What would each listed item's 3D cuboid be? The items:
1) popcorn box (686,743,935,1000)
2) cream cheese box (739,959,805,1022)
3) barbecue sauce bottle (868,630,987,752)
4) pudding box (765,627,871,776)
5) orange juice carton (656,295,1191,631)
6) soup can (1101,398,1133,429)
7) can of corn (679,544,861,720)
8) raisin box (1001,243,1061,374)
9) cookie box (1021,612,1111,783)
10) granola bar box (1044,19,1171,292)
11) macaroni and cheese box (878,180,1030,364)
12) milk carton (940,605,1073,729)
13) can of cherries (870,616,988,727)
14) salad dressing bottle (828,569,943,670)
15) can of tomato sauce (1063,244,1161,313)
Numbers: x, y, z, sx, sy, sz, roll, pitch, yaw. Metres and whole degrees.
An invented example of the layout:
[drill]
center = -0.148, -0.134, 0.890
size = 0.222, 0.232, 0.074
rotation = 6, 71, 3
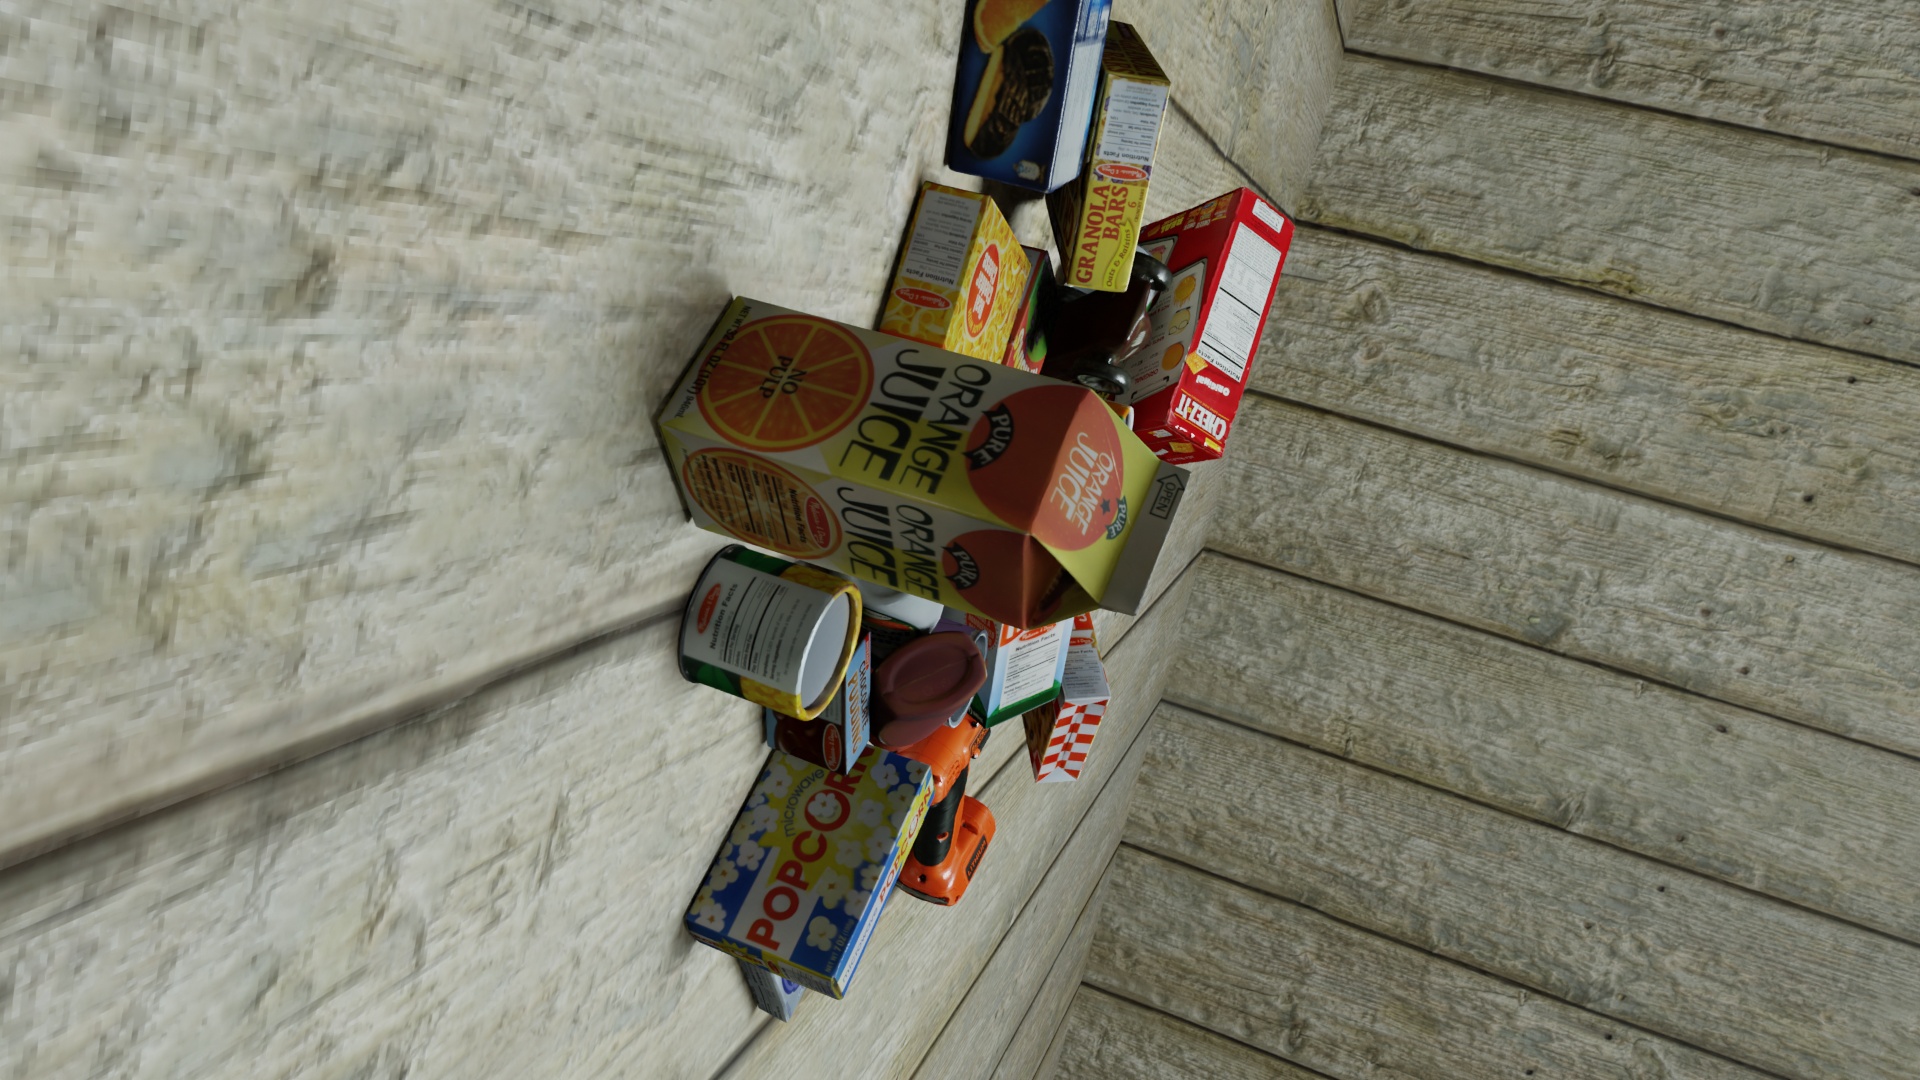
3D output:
[popcorn box]
center = -0.076, 0.166, 0.735
size = 0.038, 0.085, 0.127
rotation = 85, 27, -54
[cream cheese box]
center = -0.107, 0.243, 0.831
size = 0.103, 0.024, 0.053
rotation = 88, 24, -52
[barbecue sauce bottle]
center = -0.029, 0.092, 0.795
size = 0.065, 0.044, 0.148
rotation = -22, 168, -17
[pudding box]
center = -0.074, 0.078, 0.716
size = 0.030, 0.050, 0.083
rotation = -54, 155, -47
[orange juice carton]
center = -0.012, -0.026, 0.546
size = 0.072, 0.193, 0.072
rotation = 86, 25, -56
[soup can]
center = 0.079, -0.077, 1.036
size = 0.071, 0.084, 0.071
rotation = 16, 91, -75
[can of corn]
center = -0.083, 0.042, 0.626
size = 0.071, 0.058, 0.071
rotation = 16, 91, -75
[raisin box]
center = 0.024, -0.116, 0.881
size = 0.086, 0.040, 0.123
rotation = 61, 47, -71
[cookie box]
center = 0.074, 0.089, 1.109
size = 0.122, 0.040, 0.168
rotation = 102, -17, -50
[granola bar box]
center = 0.085, -0.240, 0.850
size = 0.166, 0.039, 0.123
rotation = -93, -169, -59
[macaroni and cheese box]
center = -0.012, -0.096, 0.768
size = 0.123, 0.040, 0.166
rotation = 27, 80, -75
[milk carton]
center = 0.034, 0.029, 0.967
size = 0.074, 0.072, 0.189
rotation = -18, 131, -35
[can of cherries]
center = -0.021, 0.081, 0.897
size = 0.071, 0.058, 0.071
rotation = 16, 92, -76
[salad dressing bottle]
center = -0.040, 0.040, 0.785
size = 0.147, 0.064, 0.044
rotation = 90, 22, -69
[can of tomato sauce]
center = 0.112, -0.186, 1.076
size = 0.083, 0.071, 0.070
rotation = -53, 155, -51
